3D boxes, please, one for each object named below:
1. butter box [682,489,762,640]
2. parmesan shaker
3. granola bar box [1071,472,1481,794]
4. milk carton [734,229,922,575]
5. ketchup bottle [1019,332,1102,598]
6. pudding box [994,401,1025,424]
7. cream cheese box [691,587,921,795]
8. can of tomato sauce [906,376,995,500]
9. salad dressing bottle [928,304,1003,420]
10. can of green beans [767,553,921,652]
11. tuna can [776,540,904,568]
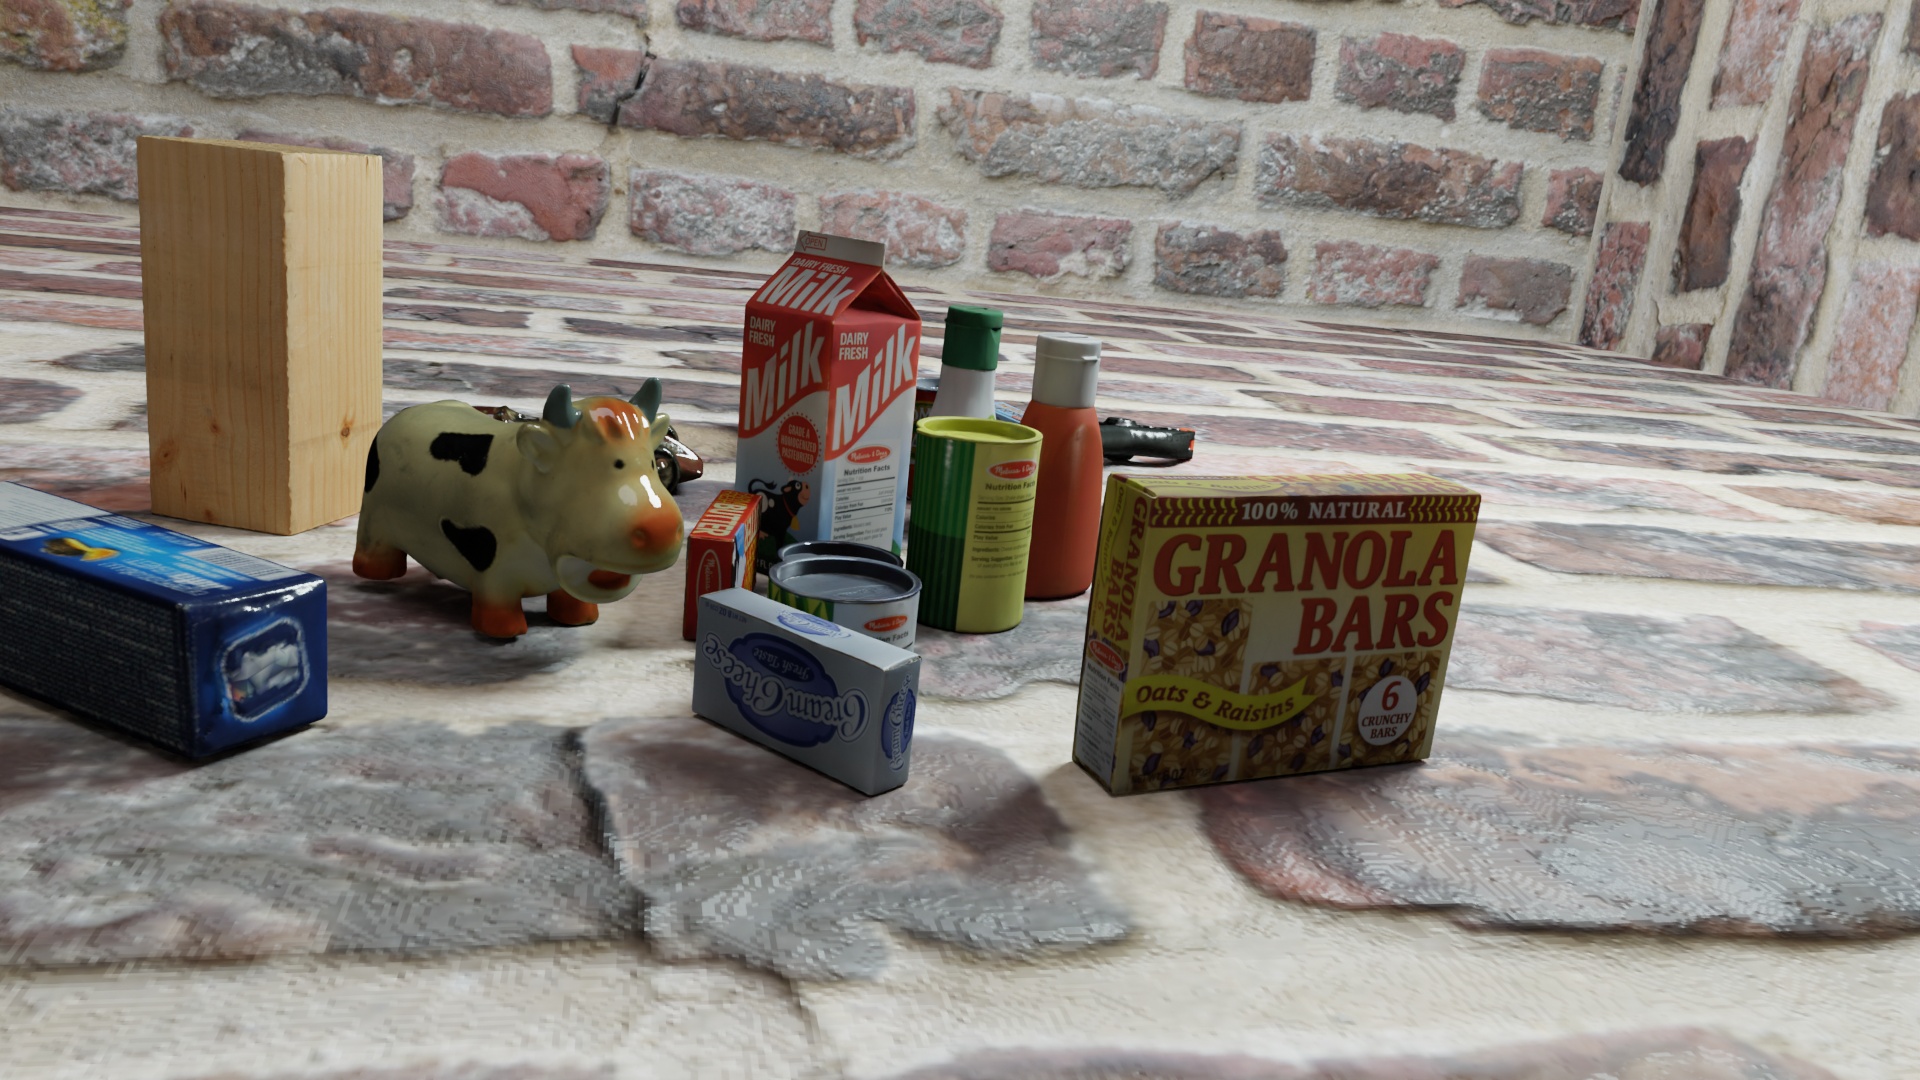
[{"bbox_3d":[-0.121,0.011,0.709,0.024,0.053,0.104,6,15,-2],"label":"butter box"},{"bbox_3d":[0.003,-0.009,0.736,0.071,0.102,0.071,6,14,-1],"label":"parmesan shaker"},{"bbox_3d":[0.132,0.035,0.581,0.166,0.123,0.039,-1,16,-26],"label":"granola bar box"},{"bbox_3d":[-0.075,-0.075,0.783,0.072,0.190,0.074,17,18,37],"label":"milk carton"},{"bbox_3d":[0.054,-0.043,0.794,0.065,0.148,0.043,-5,18,-38],"label":"ketchup bottle"},{"bbox_3d":[0.039,-0.081,1.127,0.030,0.049,0.084,-2,17,-28],"label":"pudding box"},{"bbox_3d":[-0.063,0.058,0.553,0.104,0.053,0.024,17,18,35],"label":"cream cheese box"},{"bbox_3d":[-0.013,-0.072,1.006,0.071,0.082,0.071,6,14,-1],"label":"can of tomato sauce"},{"bbox_3d":[0.002,-0.079,0.910,0.044,0.147,0.064,13,16,24],"label":"salad dressing bottle"},{"bbox_3d":[-0.052,0.043,0.605,0.071,0.057,0.071,6,15,-1],"label":"can of green beans"},{"bbox_3d":[-0.063,0.025,0.719,0.071,0.032,0.071,6,15,-1],"label":"tuna can"}]
